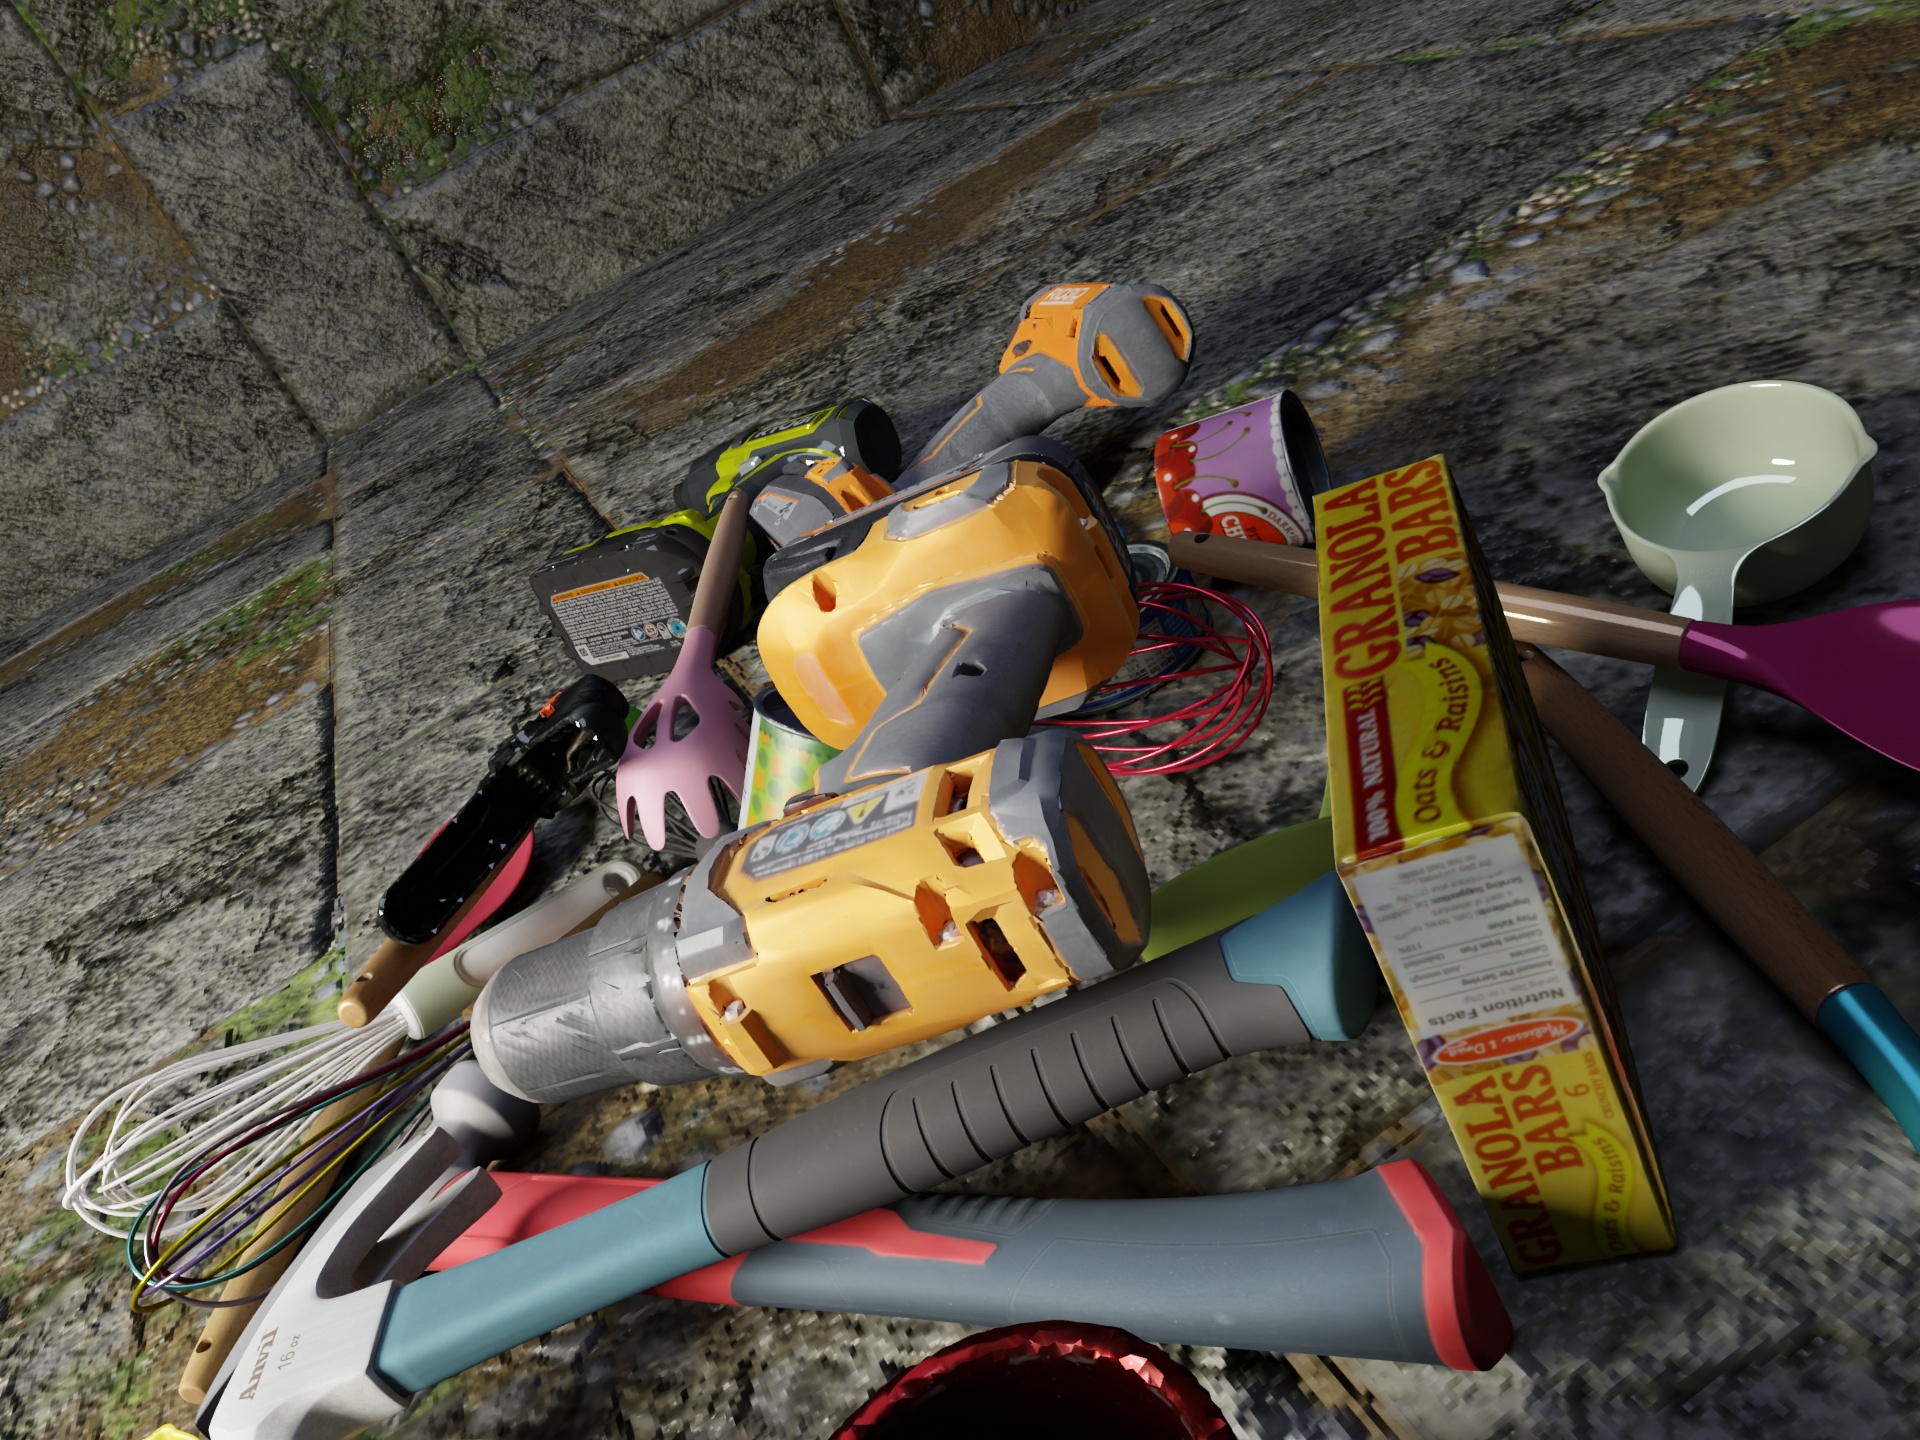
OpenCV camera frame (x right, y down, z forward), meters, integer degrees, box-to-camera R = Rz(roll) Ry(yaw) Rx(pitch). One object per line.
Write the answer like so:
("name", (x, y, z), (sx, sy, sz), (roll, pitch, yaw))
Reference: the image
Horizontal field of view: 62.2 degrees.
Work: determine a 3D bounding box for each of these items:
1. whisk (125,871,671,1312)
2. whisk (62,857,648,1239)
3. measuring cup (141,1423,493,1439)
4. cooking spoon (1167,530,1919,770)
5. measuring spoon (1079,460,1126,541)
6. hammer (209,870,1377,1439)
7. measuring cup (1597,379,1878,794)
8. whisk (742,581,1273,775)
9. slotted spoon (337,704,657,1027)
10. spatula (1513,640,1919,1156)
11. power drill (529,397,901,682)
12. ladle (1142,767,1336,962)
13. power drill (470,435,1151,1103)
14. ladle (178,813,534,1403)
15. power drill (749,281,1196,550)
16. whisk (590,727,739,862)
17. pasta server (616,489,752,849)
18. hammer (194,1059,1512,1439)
("whisk", (-0.201, 0.132, 0.601), (0.051, 0.047, 0.245), (20, 43, 34))
("whisk", (-0.226, 0.119, 0.626), (0.246, 0.058, 0.059), (-31, -13, -33))
("measuring cup", (-0.185, 0.227, 0.449), (0.156, 0.029, 0.062), (-15, 40, 13))
("cooking spoon", (0.193, -0.028, 0.479), (0.319, 0.017, 0.069), (18, 57, 41))
("measuring spoon", (0.060, -0.111, 0.812), (0.042, 0.021, 0.129), (-28, 24, 2))
("hammer", (-0.049, 0.121, 0.408), (0.331, 0.033, 0.128), (-25, 30, 10))
("measuring cup", (0.238, -0.034, 0.498), (0.083, 0.038, 0.168), (-1, 54, 40))
("whisk", (-0.001, -0.002, 0.640), (0.296, 0.073, 0.073), (-10, 31, 44))
("slotted spoon", (-0.201, 0.049, 0.711), (0.070, 0.031, 0.314), (-9, 19, 9))
("spatula", (0.194, 0.043, 0.374), (0.082, 0.044, 0.318), (-26, 28, 7))
("power drill", (-0.155, -0.117, 0.982), (0.171, 0.080, 0.223), (-9, 29, 33))
("ladle", (0.131, -0.018, 0.542), (0.078, 0.062, 0.320), (-40, 11, 40))
("power drill", (-0.035, 0.015, 0.468), (0.185, 0.084, 0.226), (-21, 27, 20))
("ladle", (-0.243, 0.139, 0.663), (0.069, 0.031, 0.316), (-14, 31, 14))
("power drill", (0.002, -0.150, 0.845), (0.226, 0.084, 0.164), (-39, 22, -5))
("whisk", (-0.101, 0.051, 0.657), (0.055, 0.055, 0.239), (-37, 31, -15))
("pasta server", (-0.117, -0.042, 0.751), (0.060, 0.040, 0.316), (-13, 28, 5))
("hammer", (-0.052, 0.155, 0.431), (0.386, 0.038, 0.143), (-9, 33, 35))
